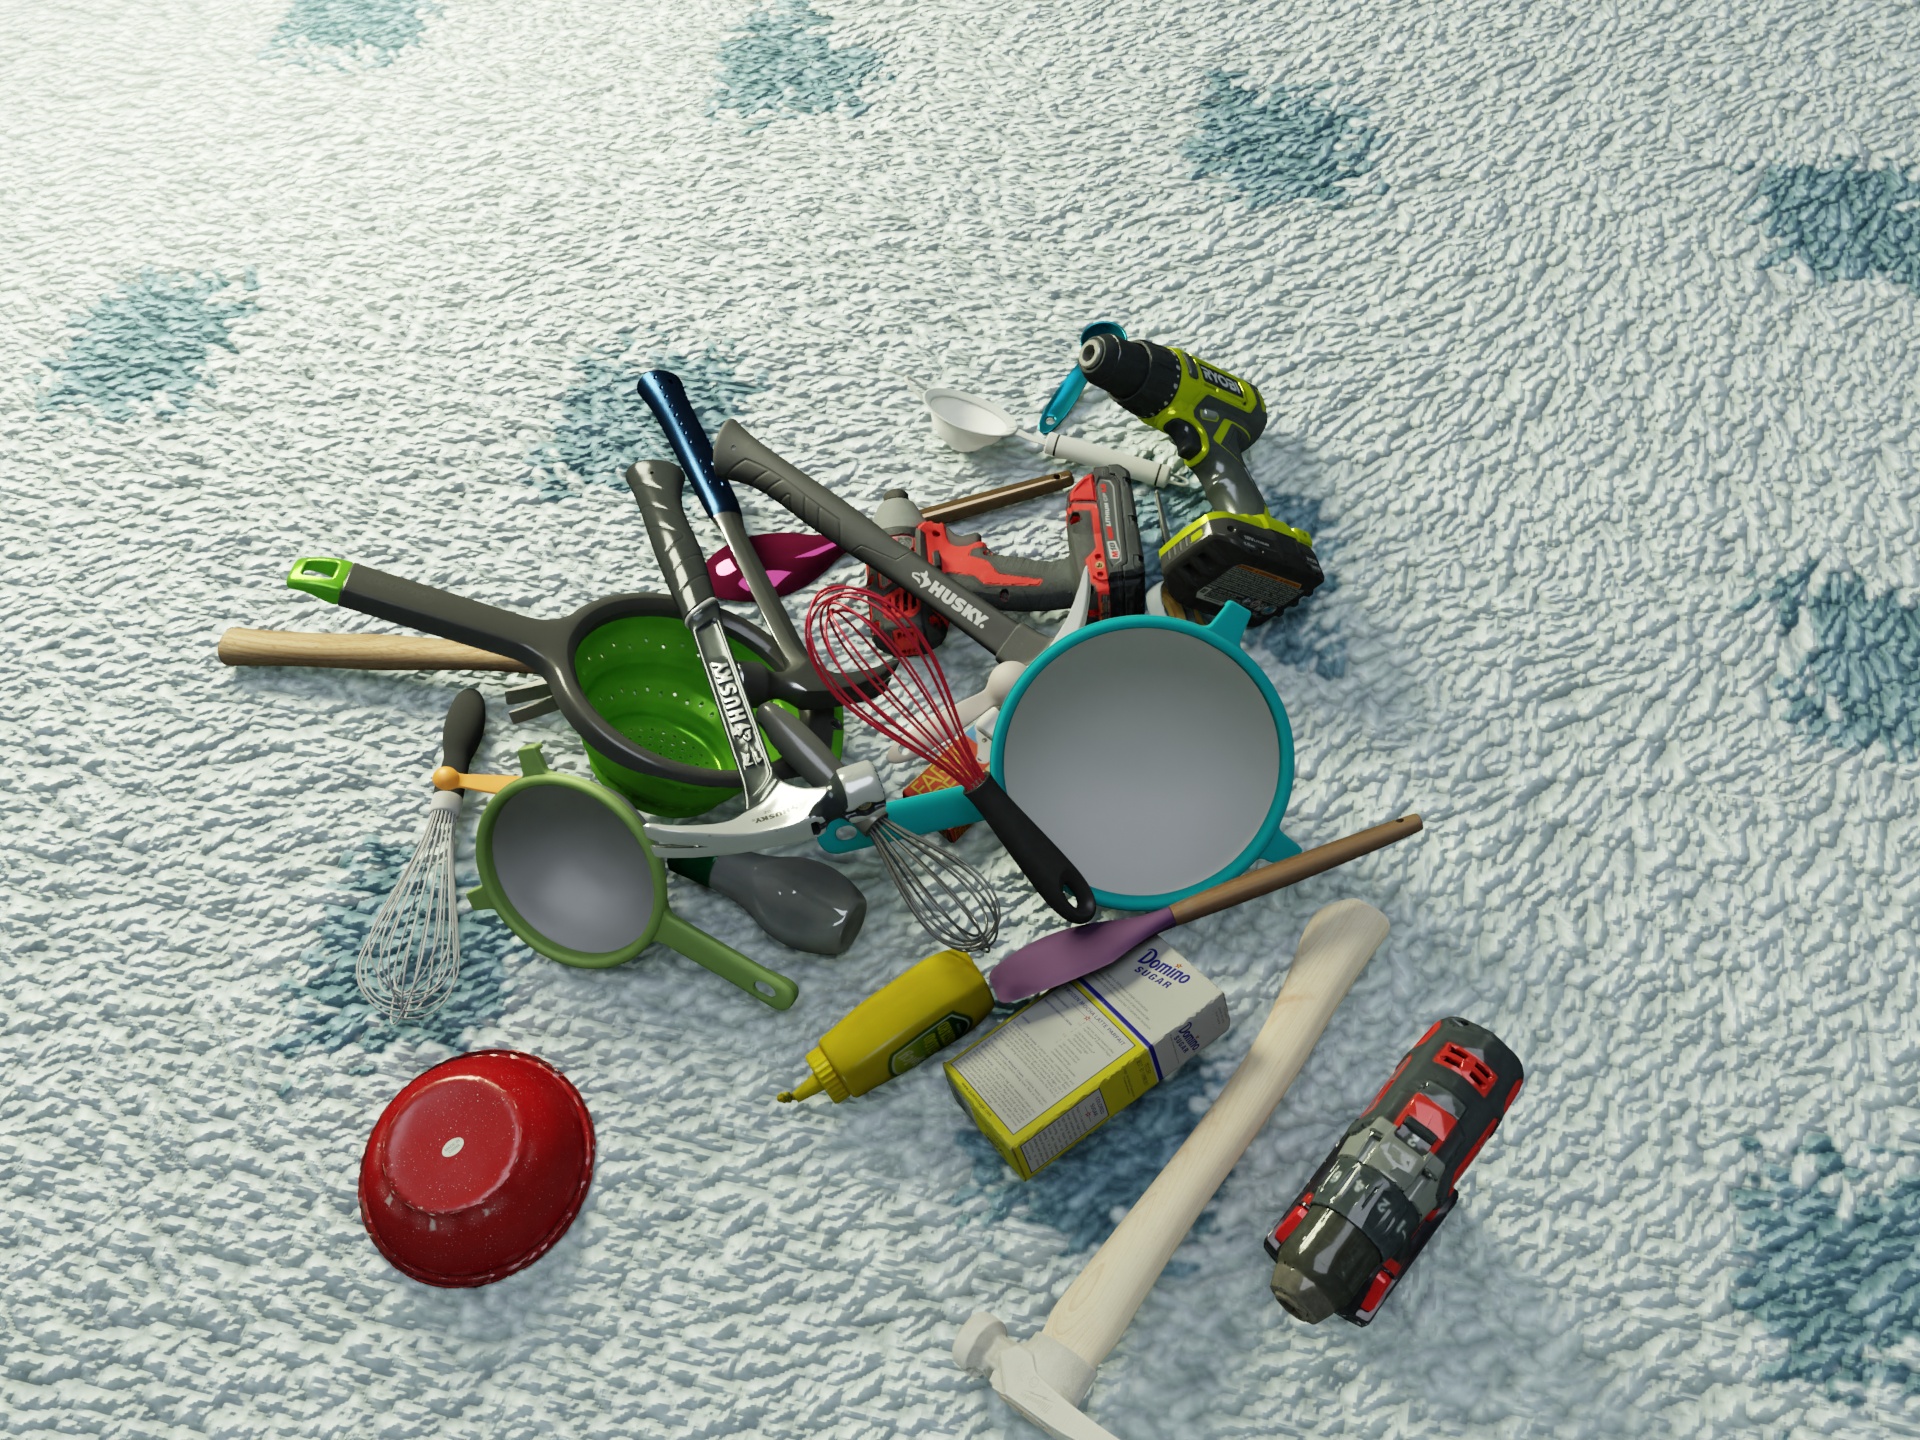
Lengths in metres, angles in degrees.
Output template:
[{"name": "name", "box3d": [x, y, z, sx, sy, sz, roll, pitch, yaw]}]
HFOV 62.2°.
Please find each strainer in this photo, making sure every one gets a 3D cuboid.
[{"name": "strainer", "box3d": [-0.218, 0.122, 1.130, 0.256, 0.151, 0.069, 29, 27, 5]}, {"name": "strainer", "box3d": [0.065, 0.038, 1.149, 0.340, 0.095, 0.211, -13, 101, 6]}, {"name": "strainer", "box3d": [0.070, -0.235, 1.352, 0.258, 0.050, 0.087, 17, 30, 7]}]

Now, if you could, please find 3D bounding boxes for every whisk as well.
[{"name": "whisk", "box3d": [-0.001, 0.027, 1.071, 0.073, 0.073, 0.295, -44, 104, -21]}, {"name": "whisk", "box3d": [-0.059, 0.070, 1.090, 0.055, 0.055, 0.239, -40, 74, -19]}, {"name": "whisk", "box3d": [-0.386, 0.091, 1.176, 0.070, 0.070, 0.285, -1, 54, 2]}]

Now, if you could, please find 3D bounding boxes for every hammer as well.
[{"name": "hammer", "box3d": [-0.179, -0.154, 1.280, 0.144, 0.035, 0.406, 1, 43, -34]}, {"name": "hammer", "box3d": [-0.054, -0.131, 1.216, 0.335, 0.035, 0.146, 36, 87, 11]}, {"name": "hammer", "box3d": [-0.182, -0.060, 1.120, 0.149, 0.036, 0.409, -18, 47, -9]}, {"name": "hammer", "box3d": [0.171, 0.278, 1.023, 0.146, 0.038, 0.411, 20, 58, 38]}, {"name": "hammer", "box3d": [-0.433, -0.051, 1.262, 0.331, 0.031, 0.130, 2, 37, 9]}]

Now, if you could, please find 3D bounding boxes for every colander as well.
[{"name": "colander", "box3d": [-0.285, -0.020, 1.149, 0.397, 0.094, 0.205, 18, 36, -16]}]

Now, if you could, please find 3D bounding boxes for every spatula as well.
[{"name": "spatula", "box3d": [0.169, 0.124, 1.091, 0.316, 0.018, 0.060, -21, 26, -2]}]

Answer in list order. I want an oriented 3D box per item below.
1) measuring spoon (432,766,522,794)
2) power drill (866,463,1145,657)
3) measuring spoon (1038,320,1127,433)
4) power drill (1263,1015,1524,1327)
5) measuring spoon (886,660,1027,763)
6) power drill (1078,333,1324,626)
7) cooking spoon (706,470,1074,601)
[{"name": "measuring spoon", "box3d": [-0.336, 0.047, 1.197, 0.116, 0.011, 0.021, 7, 49, -21]}, {"name": "power drill", "box3d": [0.032, -0.133, 1.272, 0.219, 0.078, 0.143, -7, 63, 3]}, {"name": "measuring spoon", "box3d": [0.105, -0.299, 1.406, 0.042, 0.021, 0.129, 28, 74, 18]}, {"name": "power drill", "box3d": [0.236, 0.284, 0.924, 0.080, 0.226, 0.188, 36, 67, 22]}, {"name": "measuring spoon", "box3d": [-0.002, -0.004, 1.162, 0.124, 0.018, 0.034, -32, 79, 4]}, {"name": "power drill", "box3d": [0.187, -0.200, 1.257, 0.190, 0.080, 0.229, 12, 53, -41]}, {"name": "cooking spoon", "box3d": [-0.058, -0.161, 1.328, 0.319, 0.017, 0.069, -16, 60, -5]}]
